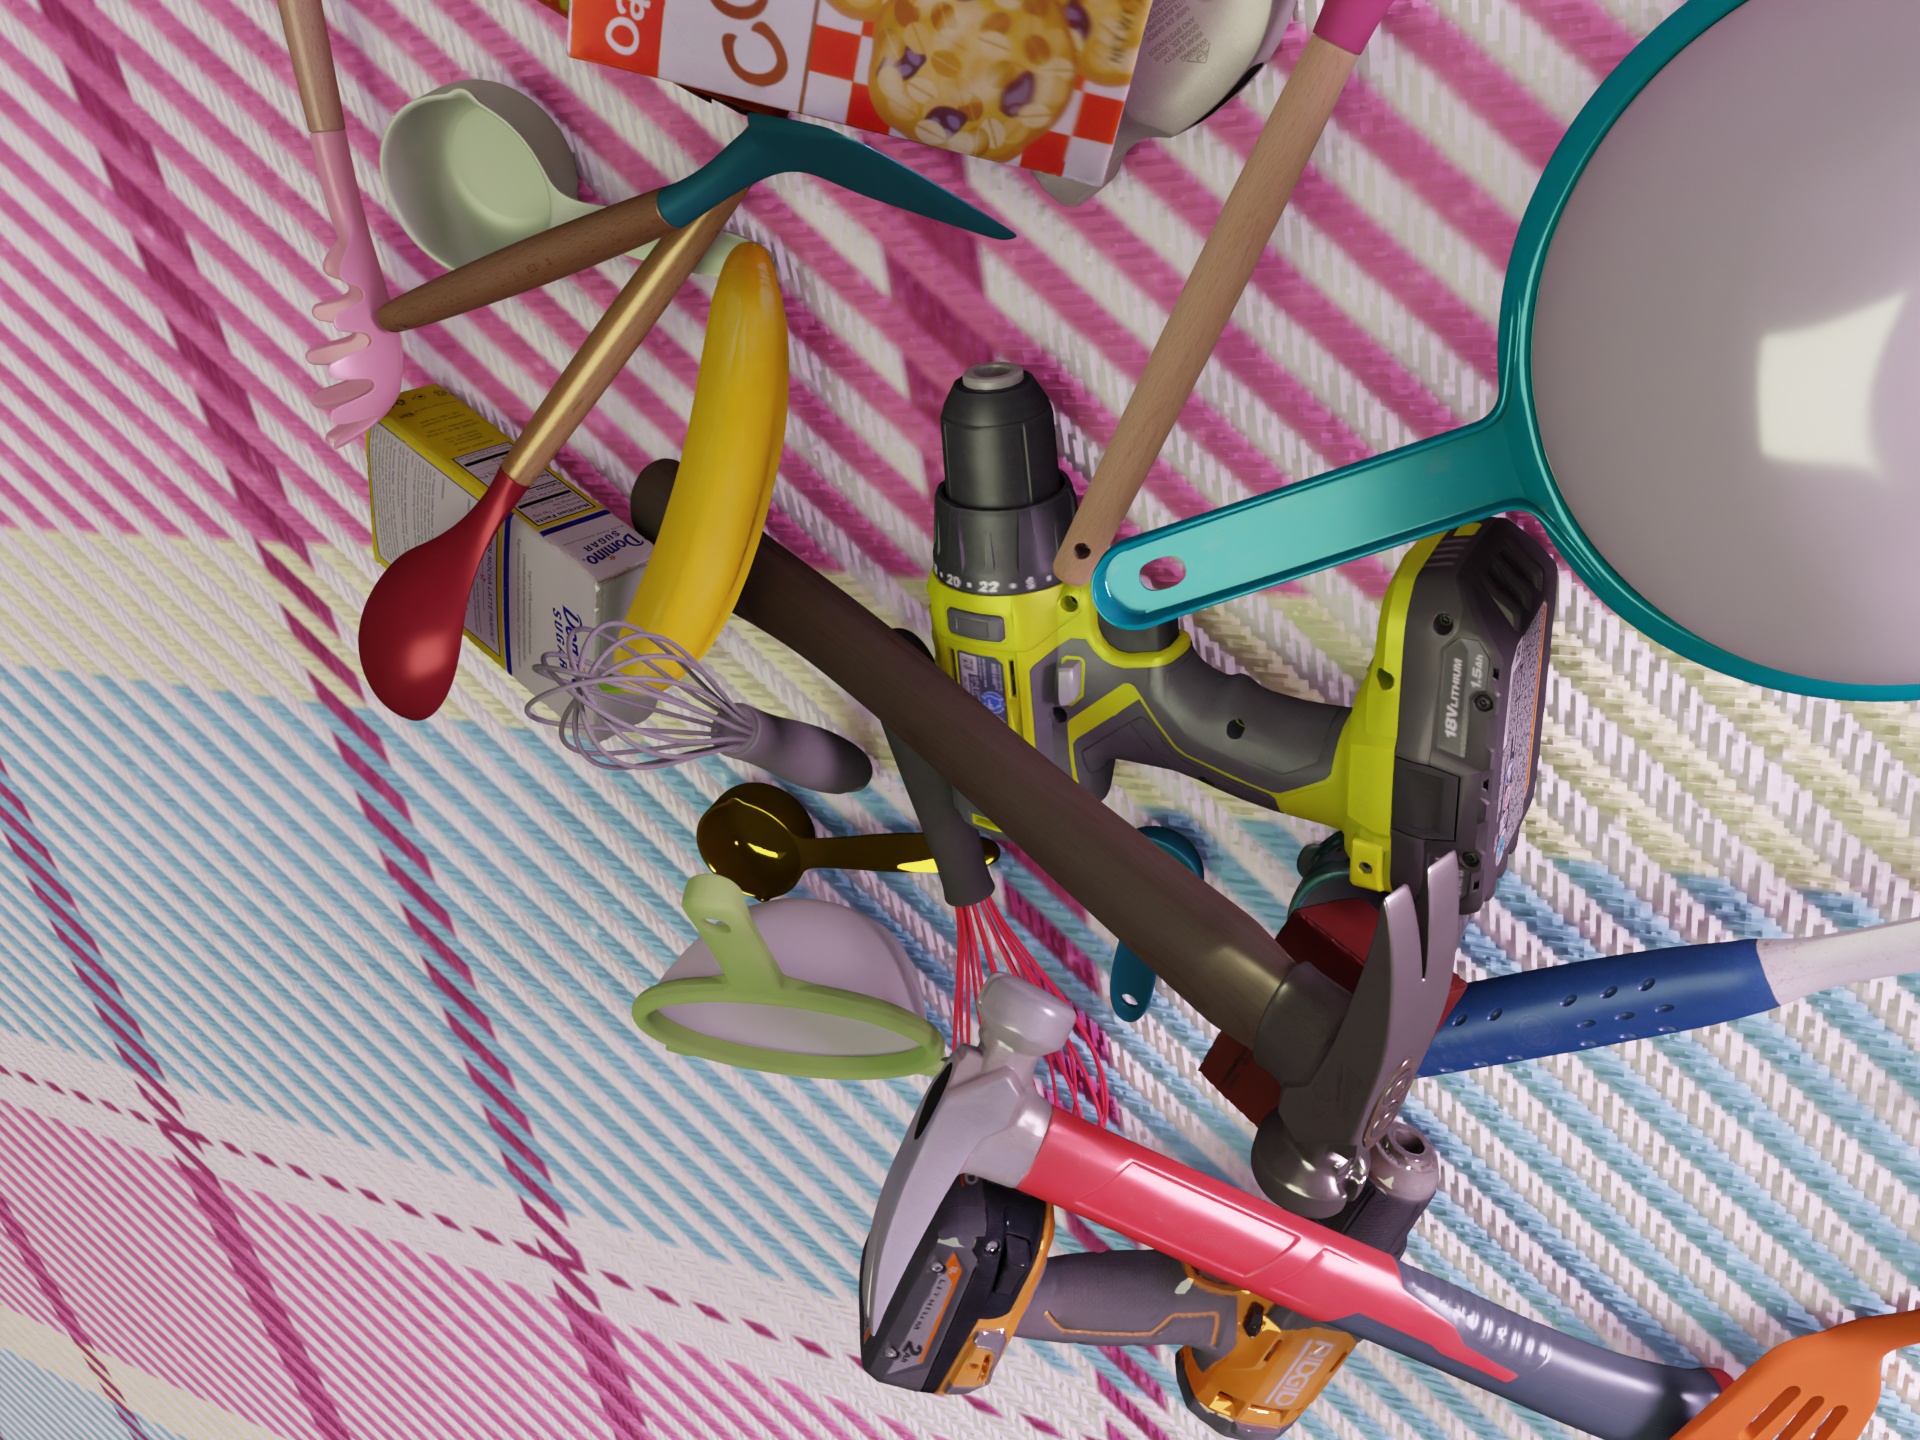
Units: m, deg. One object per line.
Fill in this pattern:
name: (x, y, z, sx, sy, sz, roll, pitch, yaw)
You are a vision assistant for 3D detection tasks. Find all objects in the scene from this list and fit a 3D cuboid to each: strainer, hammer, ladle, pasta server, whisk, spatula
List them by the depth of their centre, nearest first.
strainer: (0.187, -0.076, 0.412, 0.340, 0.095, 0.211, -17, 102, 19)
hammer: (-0.007, -0.331, 0.477, 0.130, 0.031, 0.331, -26, 103, 41)
hammer: (0.278, 0.076, 0.528, 0.405, 0.035, 0.144, -20, 111, 34)
spatula: (0.392, 0.210, 0.569, 0.081, 0.041, 0.322, 25, 132, -14)
spatula: (-0.125, -0.173, 0.586, 0.317, 0.082, 0.044, -4, 80, 39)
hammer: (-0.001, -0.002, 0.587, 0.411, 0.038, 0.146, 39, 140, 33)
whisk: (-0.092, 0.006, 0.641, 0.055, 0.238, 0.055, -4, 78, 21)
hammer: (0.152, 0.243, 0.642, 0.386, 0.038, 0.143, 26, 89, -10)
ladle: (-0.166, -0.119, 0.651, 0.315, 0.031, 0.069, -48, 64, 21)
pasta server: (-0.277, -0.273, 0.661, 0.060, 0.040, 0.316, 31, 131, 55)
whisk: (0.009, 0.095, 0.722, 0.073, 0.073, 0.295, -2, 115, 33)
strainer: (-0.084, 0.101, 0.729, 0.151, 0.069, 0.256, 3, 153, 7)

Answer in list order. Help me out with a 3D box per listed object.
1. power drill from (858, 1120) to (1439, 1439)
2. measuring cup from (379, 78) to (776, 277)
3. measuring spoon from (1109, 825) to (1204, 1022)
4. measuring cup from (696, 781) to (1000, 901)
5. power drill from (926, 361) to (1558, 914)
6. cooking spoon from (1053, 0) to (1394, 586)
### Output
power drill: (0.086, 0.234, 0.704, 0.226, 0.084, 0.185, 15, 121, -14)
measuring cup: (-0.151, -0.212, 0.649, 0.167, 0.038, 0.083, 15, 131, 4)
measuring spoon: (0.084, 0.090, 0.706, 0.042, 0.021, 0.128, 22, 138, 18)
measuring cup: (-0.052, 0.056, 0.767, 0.156, 0.029, 0.062, -1, 120, 19)
power drill: (0.089, -0.029, 0.583, 0.229, 0.080, 0.190, 12, 125, 29)
cooking spoon: (0.100, -0.176, 0.475, 0.069, 0.017, 0.318, 27, 117, 2)
